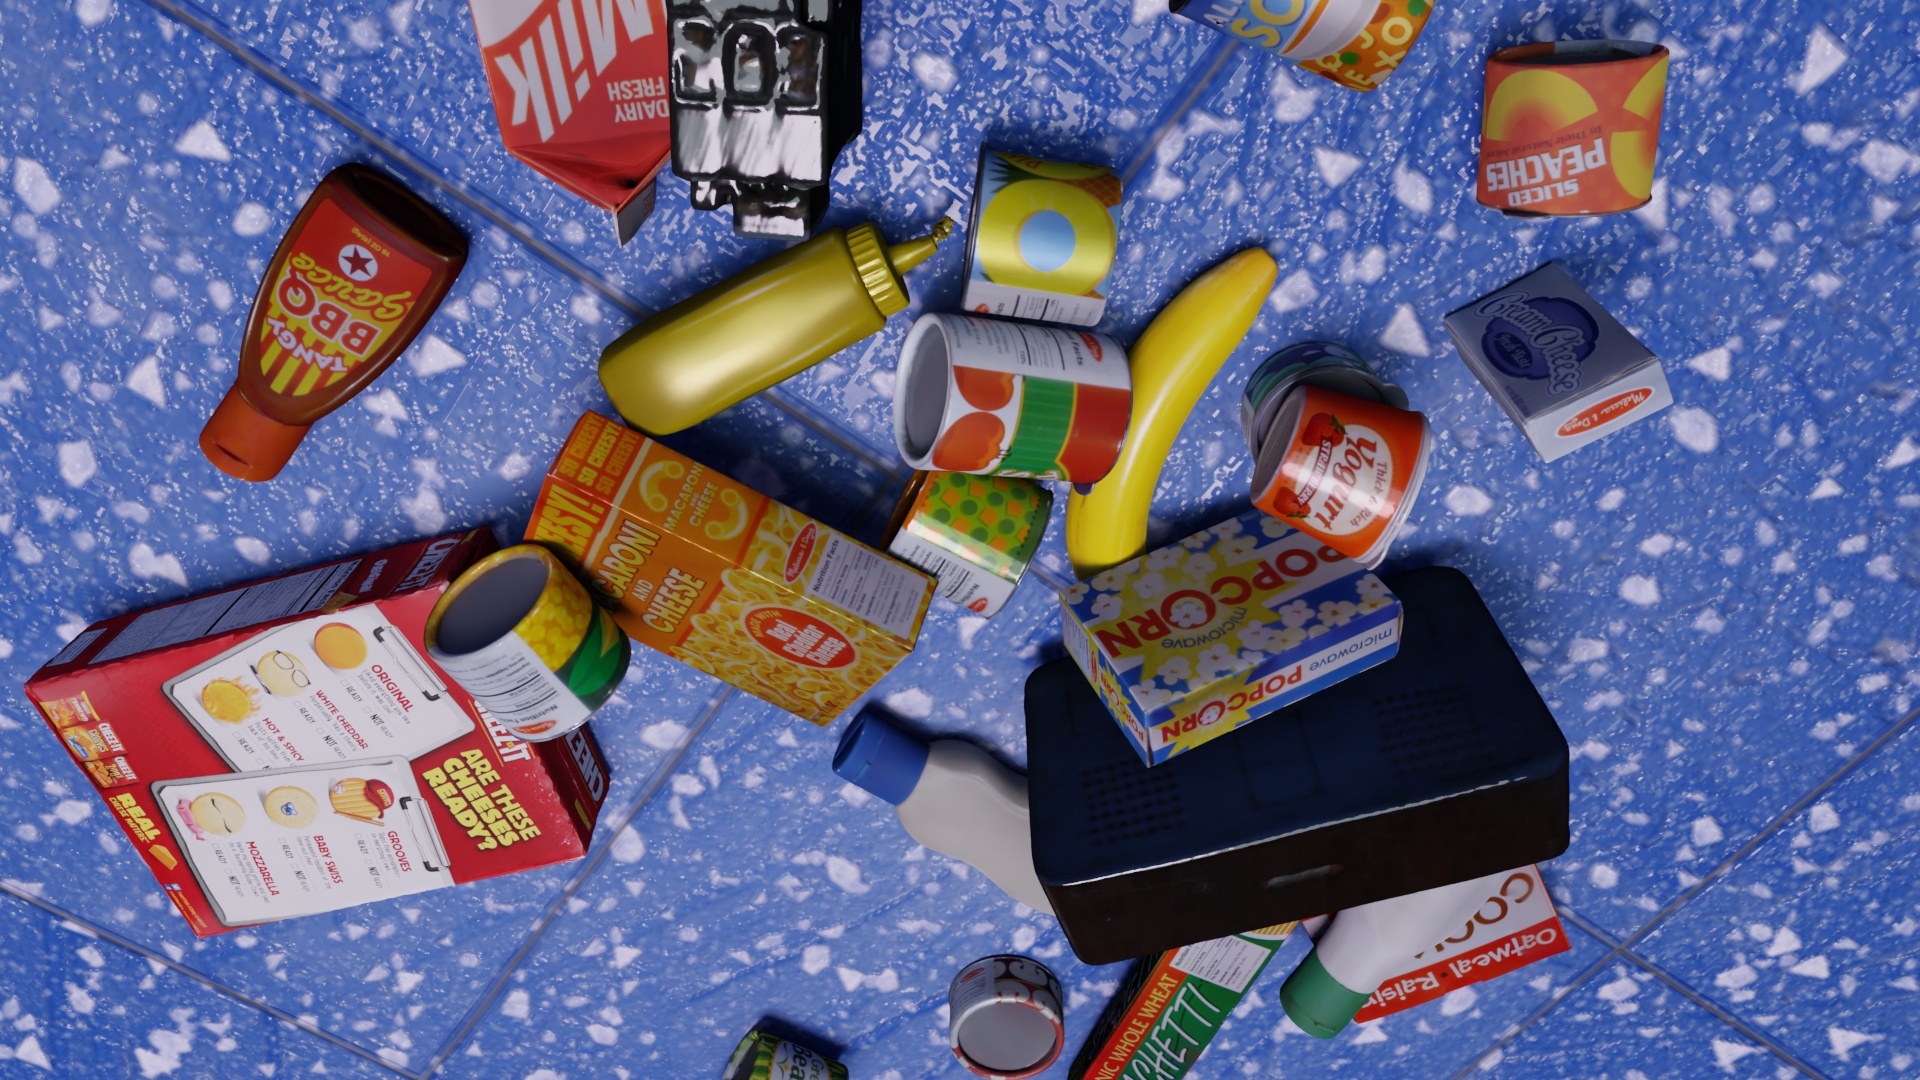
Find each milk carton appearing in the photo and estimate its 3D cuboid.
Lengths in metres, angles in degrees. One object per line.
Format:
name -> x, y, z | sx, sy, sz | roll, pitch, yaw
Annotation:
milk carton -> -0.141, -0.212, 0.524 | 0.073, 0.072, 0.189 | -5, 116, 3

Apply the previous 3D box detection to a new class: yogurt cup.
yogurt cup -> 0.157, -0.031, 0.581 | 0.054, 0.073, 0.072 | 21, 116, -1

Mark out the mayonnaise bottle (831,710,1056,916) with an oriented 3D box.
mayonnaise bottle -> 0.006, 0.137, 0.719 | 0.148, 0.041, 0.064 | 31, 112, -13

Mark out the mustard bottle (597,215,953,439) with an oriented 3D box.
mustard bottle -> -0.073, -0.096, 0.588 | 0.160, 0.065, 0.048 | -24, 110, 8

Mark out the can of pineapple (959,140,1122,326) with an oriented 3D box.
can of pineapple -> 0.032, -0.126, 0.570 | 0.058, 0.071, 0.070 | 7, 117, -3

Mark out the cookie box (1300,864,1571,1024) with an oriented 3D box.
cookie box -> 0.233, 0.170, 0.733 | 0.123, 0.040, 0.167 | -25, 114, 12

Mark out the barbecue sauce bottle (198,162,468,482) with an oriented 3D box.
barbecue sauce bottle -> -0.279, -0.088, 0.604 | 0.065, 0.044, 0.148 | 37, 112, -18

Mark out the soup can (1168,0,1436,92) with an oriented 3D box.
soup can -> 0.130, -0.214, 0.521 | 0.084, 0.072, 0.071 | 19, 116, -9

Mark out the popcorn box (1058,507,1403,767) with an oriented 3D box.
popcorn box -> 0.118, 0.037, 0.618 | 0.127, 0.085, 0.038 | -22, 133, -11

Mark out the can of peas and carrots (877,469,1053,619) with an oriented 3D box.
can of peas and carrots -> 0.002, -0.008, 0.631 | 0.059, 0.071, 0.070 | 26, 114, -9

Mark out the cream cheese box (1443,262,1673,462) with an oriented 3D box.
cream cheese box -> 0.243, -0.076, 0.573 | 0.053, 0.104, 0.024 | -27, 118, 15

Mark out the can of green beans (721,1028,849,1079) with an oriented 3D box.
can of green beans -> -0.105, 0.323, 0.799 | 0.058, 0.071, 0.071 | 29, 114, -13

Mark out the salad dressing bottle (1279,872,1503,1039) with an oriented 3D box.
salad dressing bottle -> 0.213, 0.189, 0.696 | 0.064, 0.044, 0.147 | 23, 116, -11

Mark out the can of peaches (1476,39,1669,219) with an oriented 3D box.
can of peaches -> 0.239, -0.163, 0.547 | 0.071, 0.071, 0.057 | -4, 116, 3

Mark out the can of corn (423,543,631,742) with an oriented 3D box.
can of corn -> -0.187, 0.042, 0.603 | 0.071, 0.071, 0.058 | -22, 131, 11

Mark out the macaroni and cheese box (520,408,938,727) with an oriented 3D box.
macaroni and cheese box -> -0.110, 0.018, 0.627 | 0.166, 0.040, 0.123 | 27, 148, -12

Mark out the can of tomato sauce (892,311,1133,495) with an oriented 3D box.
can of tomato sauce -> 0.020, -0.058, 0.590 | 0.083, 0.071, 0.071 | 4, 119, -24

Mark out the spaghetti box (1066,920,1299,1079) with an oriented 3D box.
spaghetti box -> 0.120, 0.242, 0.752 | 0.050, 0.029, 0.248 | 22, 125, 0

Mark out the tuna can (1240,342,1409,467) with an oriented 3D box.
tuna can -> 0.163, -0.055, 0.623 | 0.071, 0.033, 0.070 | 0, 117, 0

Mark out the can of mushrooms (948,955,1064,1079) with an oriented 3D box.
can of mushrooms -> 0.028, 0.273, 0.791 | 0.071, 0.033, 0.070 | 0, 116, 0
